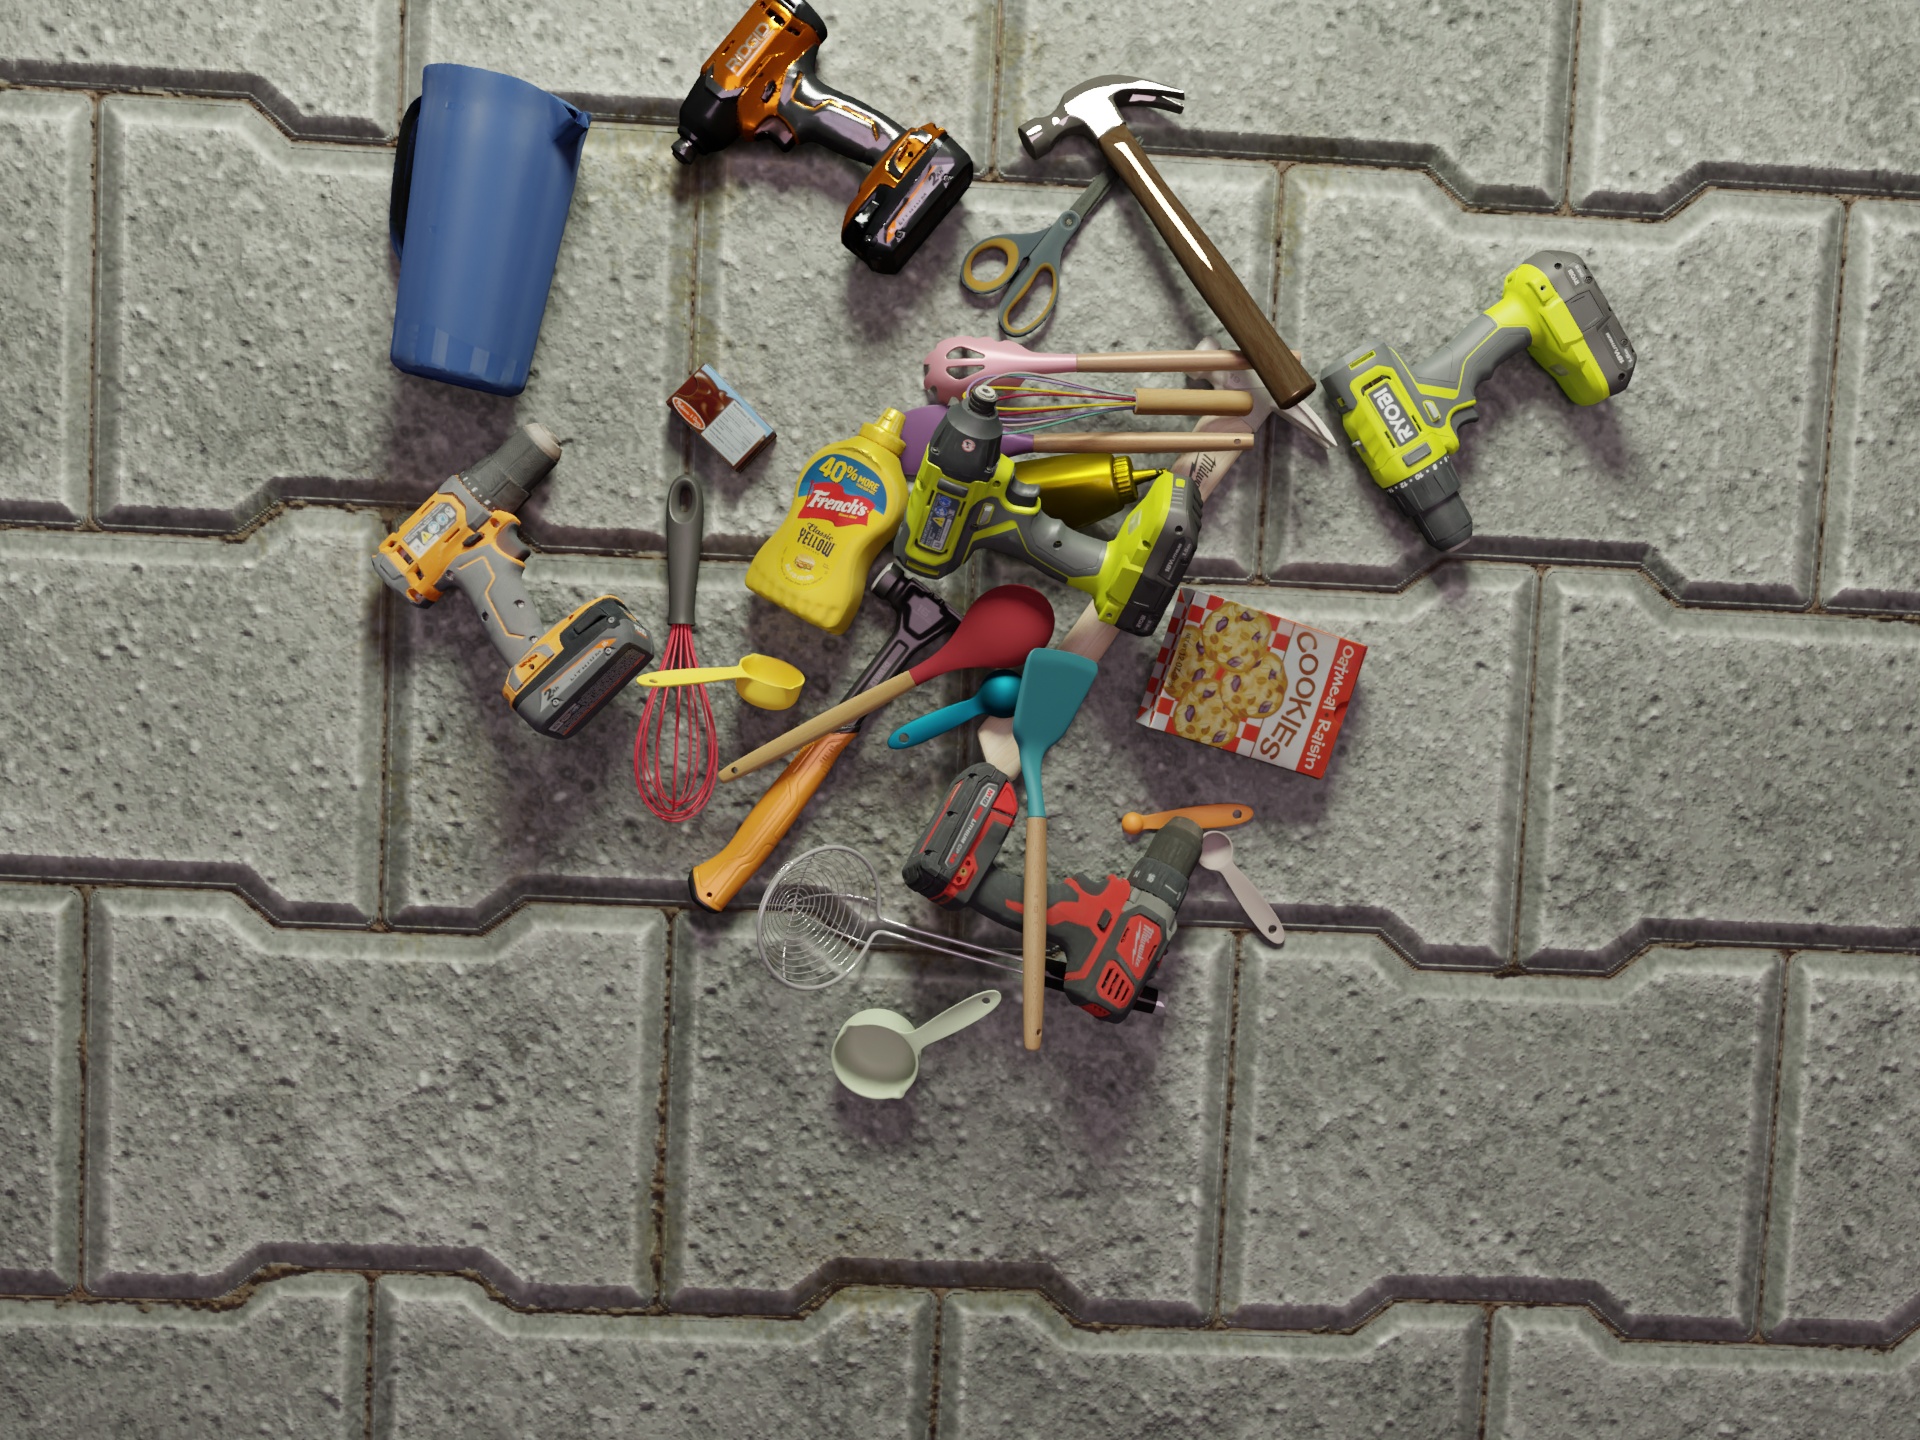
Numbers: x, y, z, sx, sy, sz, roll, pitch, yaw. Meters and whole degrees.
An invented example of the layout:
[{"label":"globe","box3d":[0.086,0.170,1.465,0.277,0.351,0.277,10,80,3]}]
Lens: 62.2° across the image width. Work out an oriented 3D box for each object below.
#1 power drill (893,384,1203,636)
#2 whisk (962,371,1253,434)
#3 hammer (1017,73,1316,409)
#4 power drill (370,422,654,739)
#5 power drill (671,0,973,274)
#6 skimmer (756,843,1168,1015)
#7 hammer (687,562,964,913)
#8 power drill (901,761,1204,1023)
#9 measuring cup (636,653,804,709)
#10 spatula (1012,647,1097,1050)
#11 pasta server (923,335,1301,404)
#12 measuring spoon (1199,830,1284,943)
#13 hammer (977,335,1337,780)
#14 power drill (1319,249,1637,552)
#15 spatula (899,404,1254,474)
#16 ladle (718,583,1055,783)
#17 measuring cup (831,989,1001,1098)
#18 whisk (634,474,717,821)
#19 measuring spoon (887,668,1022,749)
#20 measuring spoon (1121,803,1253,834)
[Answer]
[{"label":"power drill","box3d":[0.073,-0.166,1.274,0.223,0.080,0.171,19,132,-5]},{"label":"whisk","box3d":[0.123,-0.261,1.312,0.245,0.047,0.051,-1,92,-8]},{"label":"hammer","box3d":[0.190,-0.398,1.316,0.130,0.031,0.331,-33,80,-1]},{"label":"power drill","box3d":[-0.352,-0.120,1.312,0.185,0.084,0.226,-44,78,0]},{"label":"power drill","box3d":[-0.120,-0.475,1.315,0.226,0.084,0.164,41,92,0]},{"label":"skimmer","box3d":[0.007,0.202,1.355,0.363,0.090,0.127,16,90,-3]},{"label":"hammer","box3d":[-0.113,0.032,1.368,0.127,0.034,0.337,38,91,-3]},{"label":"power drill","box3d":[0.086,0.123,1.338,0.226,0.080,0.188,33,72,-6]},{"label":"measuring cup","box3d":[-0.201,-0.027,1.319,0.156,0.062,0.029,-5,124,-40]},{"label":"spatula","box3d":[0.067,0.103,1.274,0.082,0.044,0.317,11,77,-44]},{"label":"pasta server","box3d":[0.125,-0.299,1.335,0.316,0.040,0.060,0,89,4]},{"label":"measuring spoon","box3d":[0.247,0.148,1.403,0.034,0.018,0.124,-38,101,-6]},{"label":"hammer","box3d":[0.155,-0.120,1.369,0.146,0.038,0.410,34,92,-5]},{"label":"power drill","box3d":[0.445,-0.272,1.352,0.228,0.080,0.190,-32,94,3]},{"label":"spatula","box3d":[0.087,-0.236,1.342,0.316,0.018,0.060,2,97,9]},{"label":"ladle","box3d":[-0.064,-0.025,1.337,0.315,0.031,0.069,-28,86,2]},{"label":"measuring cup","box3d":[-0.034,0.264,1.363,0.167,0.038,0.083,-31,103,17]},{"label":"whisk","box3d":[-0.238,-0.062,1.348,0.073,0.073,0.296,2,87,-3]},{"label":"measuring spoon","box3d":[-0.002,-0.004,1.340,0.128,0.021,0.042,-24,96,-2]},{"label":"measuring spoon","box3d":[0.200,0.086,1.395,0.117,0.011,0.021,-5,94,-2]}]
